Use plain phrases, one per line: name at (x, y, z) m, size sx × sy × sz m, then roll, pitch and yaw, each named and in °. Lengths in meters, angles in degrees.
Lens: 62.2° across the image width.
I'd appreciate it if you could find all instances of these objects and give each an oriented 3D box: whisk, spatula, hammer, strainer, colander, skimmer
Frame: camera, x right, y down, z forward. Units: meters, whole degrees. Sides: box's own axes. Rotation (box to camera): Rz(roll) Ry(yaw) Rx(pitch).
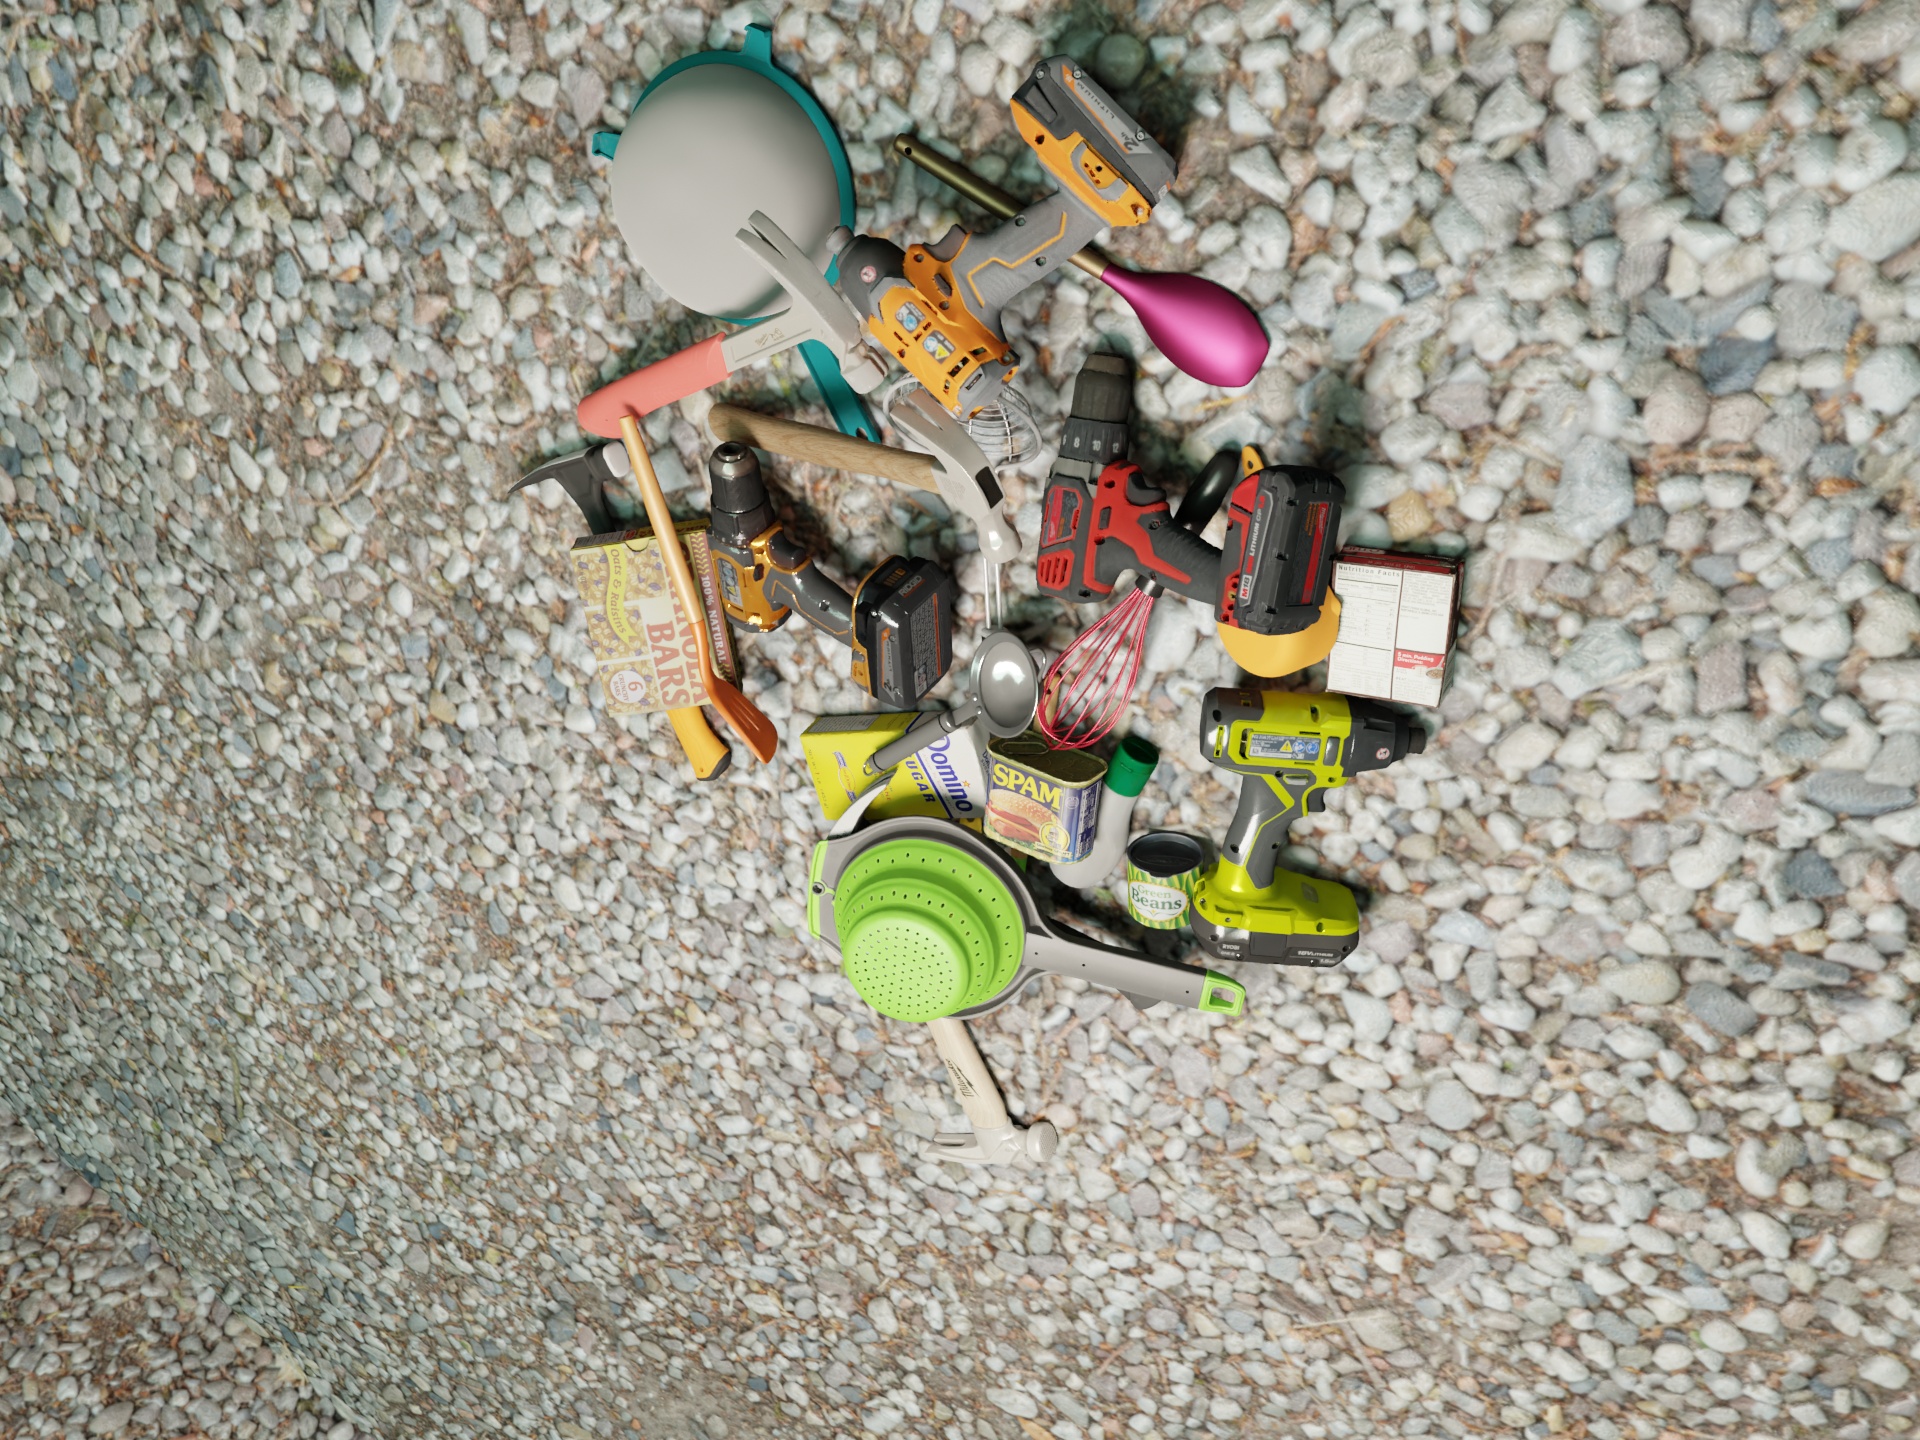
whisk at (0.139, -0.088, 1.258) m, size 0.073 × 0.073 × 0.295 m, roll 34°, pitch 122°, yaw 6°
spatula at (-0.230, -0.112, 1.388) m, size 0.041 × 0.081 × 0.322 m, roll -14°, pitch 110°, yaw 7°
hammer at (-0.214, -0.289, 1.265) m, size 0.359 × 0.037 × 0.149 m, roll -5°, pitch 137°, yaw 49°
hammer at (0.035, 0.165, 1.417) m, size 0.335 × 0.035 × 0.146 m, roll 26°, pitch 118°, yaw 4°
strainer at (-0.165, -0.345, 1.244) m, size 0.211 × 0.095 × 0.340 m, roll -19°, pitch 106°, yaw 34°
hammer at (-0.092, -0.212, 1.246) m, size 0.331 × 0.031 × 0.129 m, roll 22°, pitch 148°, yaw 42°
hammer at (-0.038, 0.267, 1.567) m, size 0.146 × 0.038 × 0.410 m, roll -10°, pitch 112°, yaw 33°
hammer at (-0.305, -0.092, 1.499) m, size 0.127 × 0.034 × 0.336 m, roll -10°, pitch 112°, yaw 31°
colander at (0.042, 0.210, 1.362) m, size 0.397 × 0.094 × 0.204 m, roll 13°, pitch 118°, yaw 11°
skimmer at (0.012, -0.115, 1.287) m, size 0.127 × 0.090 × 0.363 m, roll 8°, pitch 121°, yaw 23°
strainer at (-0.002, -0.004, 1.336) m, size 0.258 × 0.050 × 0.087 m, roll -30°, pitch 70°, yaw 41°

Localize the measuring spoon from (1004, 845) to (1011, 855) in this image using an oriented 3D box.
measuring spoon at (0.063, 0.170, 1.475) m, size 0.034 × 0.018 × 0.124 m, roll -3°, pitch 109°, yaw 38°

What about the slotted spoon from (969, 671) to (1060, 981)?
slotted spoon at (0.058, 0.098, 1.415) m, size 0.070 × 0.031 × 0.313 m, roll 15°, pitch 118°, yaw 13°

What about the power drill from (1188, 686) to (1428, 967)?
power drill at (0.269, 0.083, 1.266) m, size 0.171 × 0.080 × 0.223 m, roll 4°, pitch 118°, yaw 3°

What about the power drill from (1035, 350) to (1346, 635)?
power drill at (0.158, -0.163, 1.155) m, size 0.227 × 0.080 × 0.188 m, roll 18°, pitch 106°, yaw 38°

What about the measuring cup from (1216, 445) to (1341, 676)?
measuring cup at (0.222, -0.116, 1.189) m, size 0.095 × 0.052 × 0.173 m, roll -1°, pitch 110°, yaw 56°

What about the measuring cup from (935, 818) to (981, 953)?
measuring cup at (0.005, 0.147, 1.484) m, size 0.062 × 0.029 × 0.156 m, roll 3°, pitch 107°, yaw -4°

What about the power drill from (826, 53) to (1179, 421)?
power drill at (0.022, -0.345, 1.108) m, size 0.164 × 0.084 × 0.226 m, roll 44°, pitch 104°, yaw 0°

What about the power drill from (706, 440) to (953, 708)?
power drill at (-0.119, -0.125, 1.321) m, size 0.226 × 0.084 × 0.185 m, roll 27°, pitch 143°, yaw 26°

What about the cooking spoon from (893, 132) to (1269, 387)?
cooking spoon at (0.084, -0.342, 1.164) m, size 0.319 × 0.017 × 0.068 m, roll 34°, pitch 127°, yaw 6°
